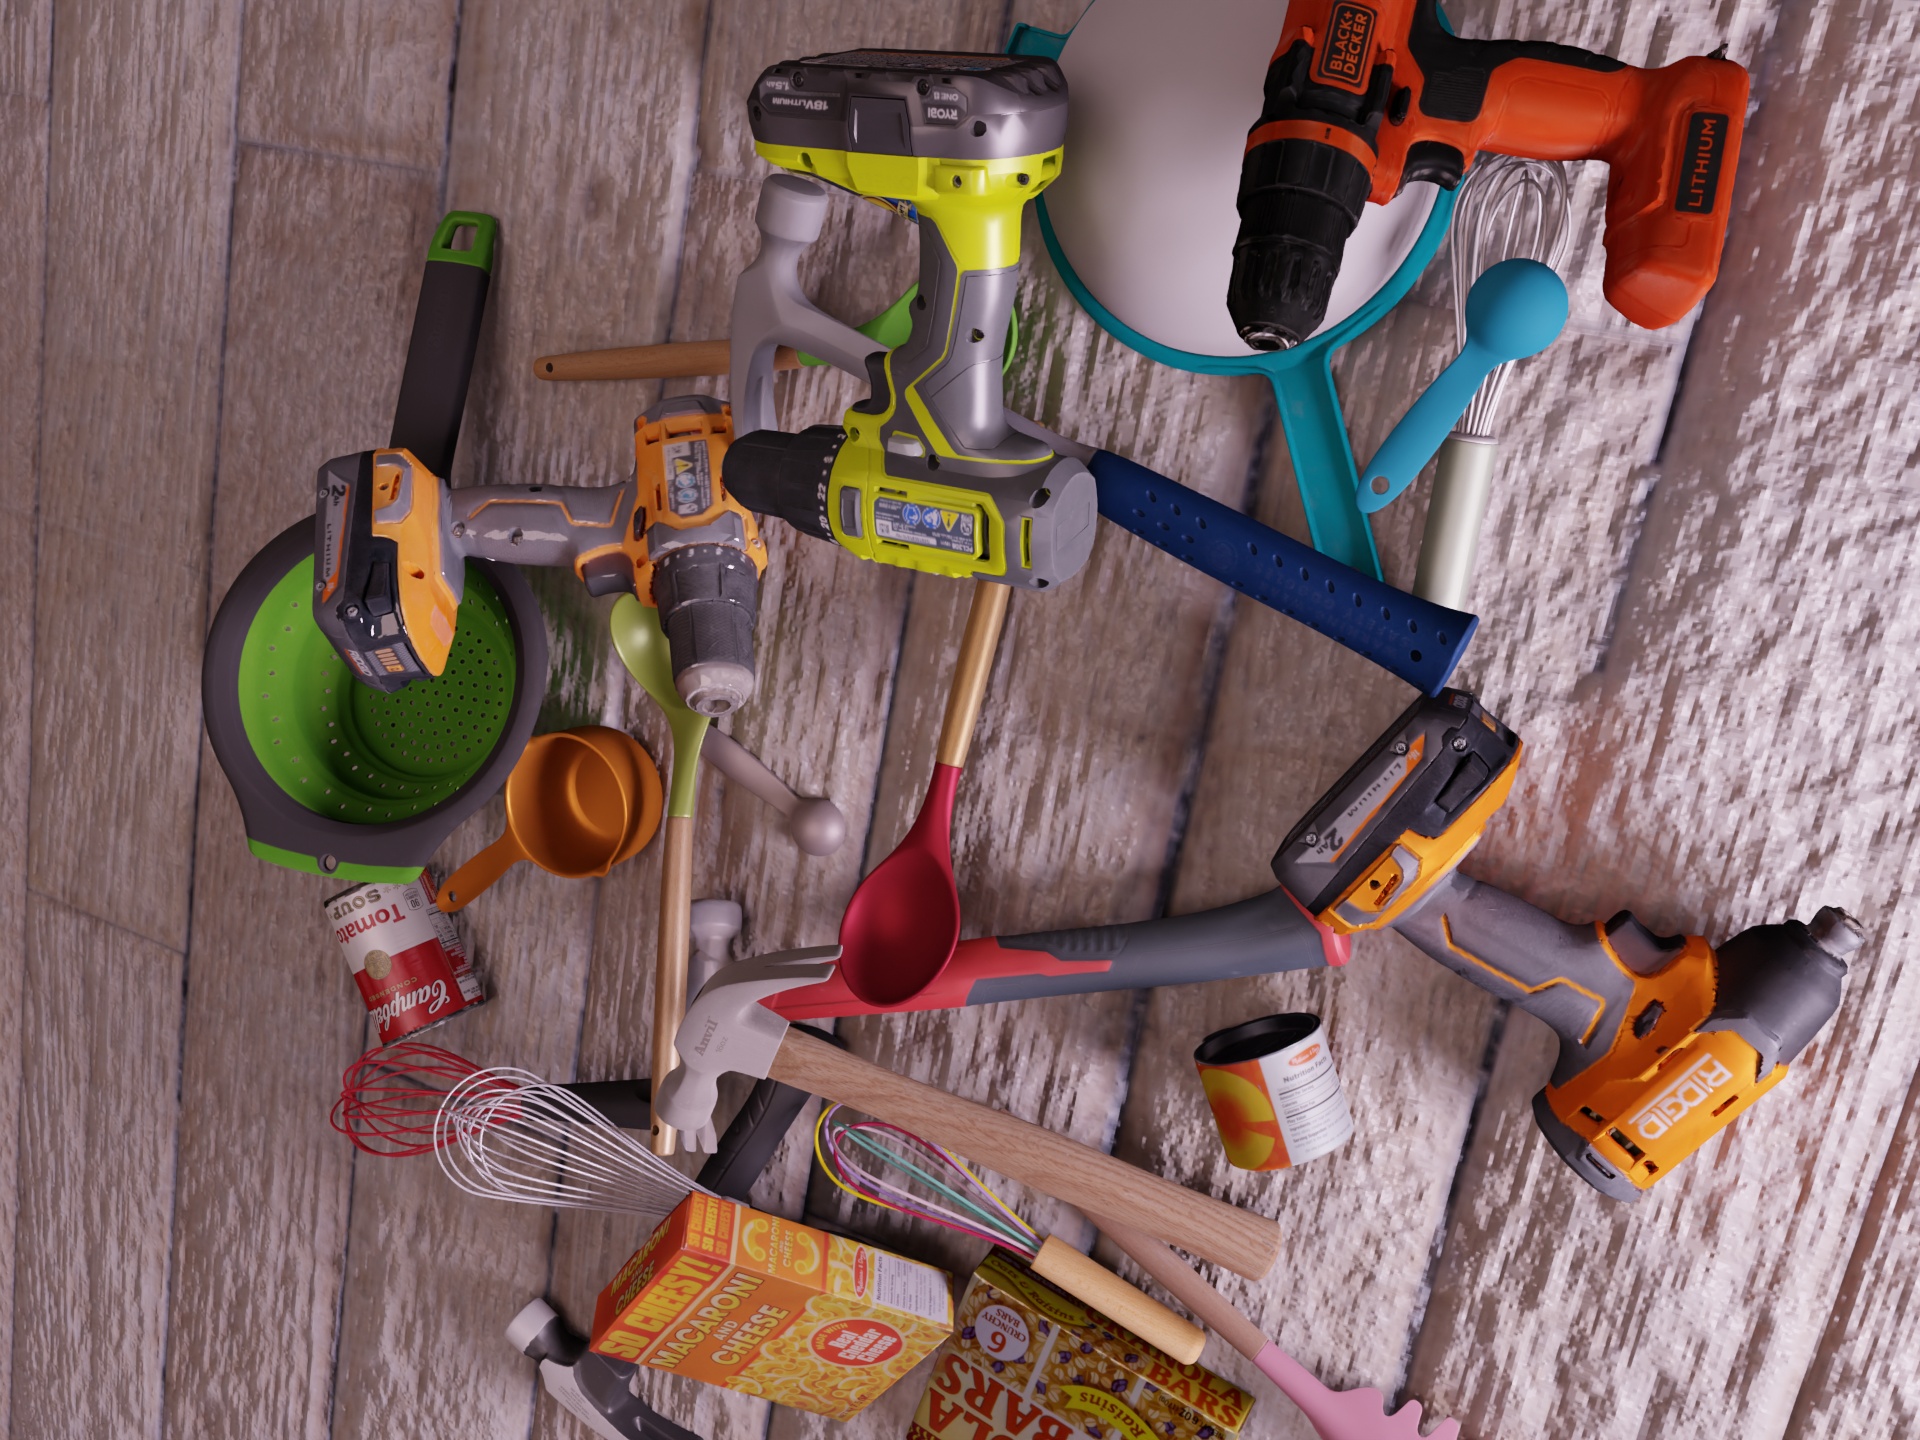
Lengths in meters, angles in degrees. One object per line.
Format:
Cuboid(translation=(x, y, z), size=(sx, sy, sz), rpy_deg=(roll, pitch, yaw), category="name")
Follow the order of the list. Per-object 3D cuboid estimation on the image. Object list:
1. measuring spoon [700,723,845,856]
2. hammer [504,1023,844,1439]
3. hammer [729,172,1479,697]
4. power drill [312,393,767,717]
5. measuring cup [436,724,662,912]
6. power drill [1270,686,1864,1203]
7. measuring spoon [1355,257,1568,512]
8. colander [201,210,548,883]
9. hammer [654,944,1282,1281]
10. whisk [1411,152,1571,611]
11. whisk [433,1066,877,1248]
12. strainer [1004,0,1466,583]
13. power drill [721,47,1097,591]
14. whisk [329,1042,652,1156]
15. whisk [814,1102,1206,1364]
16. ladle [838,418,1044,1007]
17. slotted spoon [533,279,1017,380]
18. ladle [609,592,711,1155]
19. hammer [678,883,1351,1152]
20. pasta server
Cuboid(translation=(-0.119, 0.037, 0.921), size=(0.124, 0.018, 0.034), rpy_deg=(36, 112, 15), category="measuring spoon")
Cuboid(translation=(-0.161, 0.318, 0.981), size=(0.146, 0.035, 0.334), rpy_deg=(38, 112, 15), category="hammer")
Cuboid(translation=(0.052, -0.119, 0.770), size=(0.406, 0.035, 0.144), rpy_deg=(30, 123, 18), category="hammer")
Cuboid(translation=(-0.215, -0.074, 0.838), size=(0.226, 0.084, 0.186), rpy_deg=(-9, 62, -3), category="power drill")
Cuboid(translation=(-0.252, 0.068, 0.969), size=(0.173, 0.052, 0.095), rpy_deg=(-35, 84, 27), category="measuring cup")
Cuboid(translation=(0.275, 0.089, 0.722), size=(0.226, 0.084, 0.164), rpy_deg=(42, 113, 7), category="power drill")
Cuboid(translation=(0.212, -0.141, 0.690), size=(0.042, 0.021, 0.128), rpy_deg=(38, 115, 7), category="measuring spoon")
Cuboid(translation=(-0.318, -0.102, 0.956), size=(0.204, 0.094, 0.397), rpy_deg=(9, 85, 8), category="colander")
Cuboid(translation=(0.011, 0.213, 0.826), size=(0.331, 0.031, 0.130), rpy_deg=(23, 117, -2), category="hammer")
Cuboid(translation=(0.234, -0.136, 0.722), size=(0.058, 0.059, 0.246), rpy_deg=(32, 120, 55), category="whisk")
Cuboid(translation=(-0.161, 0.273, 0.904), size=(0.284, 0.070, 0.070), rpy_deg=(26, 112, -14), category="whisk")
Cuboid(translation=(0.134, -0.204, 0.724), size=(0.211, 0.095, 0.340), rpy_deg=(-14, 92, 25), category="strainer")
Cuboid(translation=(-0.032, -0.178, 0.724), size=(0.191, 0.080, 0.228), rpy_deg=(14, 122, 25), category="power drill")
Cuboid(translation=(-0.283, 0.238, 0.999), size=(0.296, 0.073, 0.073), rpy_deg=(-6, 97, 26), category="whisk")
Cuboid(translation=(0.024, 0.287, 0.888), size=(0.245, 0.047, 0.051), rpy_deg=(29, 148, 12), category="whisk")
Cuboid(translation=(-0.001, -0.003, 0.833), size=(0.069, 0.031, 0.315), rpy_deg=(17, 95, 28), category="ladle")
Cuboid(translation=(-0.108, -0.202, 0.871), size=(0.314, 0.031, 0.070), rpy_deg=(2, 100, 26), category="slotted spoon")
Cuboid(translation=(-0.167, 0.080, 0.889), size=(0.078, 0.062, 0.320), rpy_deg=(-3, 82, 36), category="ladle")
Cuboid(translation=(0.013, 0.149, 0.851), size=(0.386, 0.038, 0.143), rpy_deg=(-9, 71, 22), category="hammer")
Cuboid(translation=(0.140, 0.314, 0.851), size=(0.316, 0.040, 0.060), rpy_deg=(38, 112, 18), category="pasta server")
